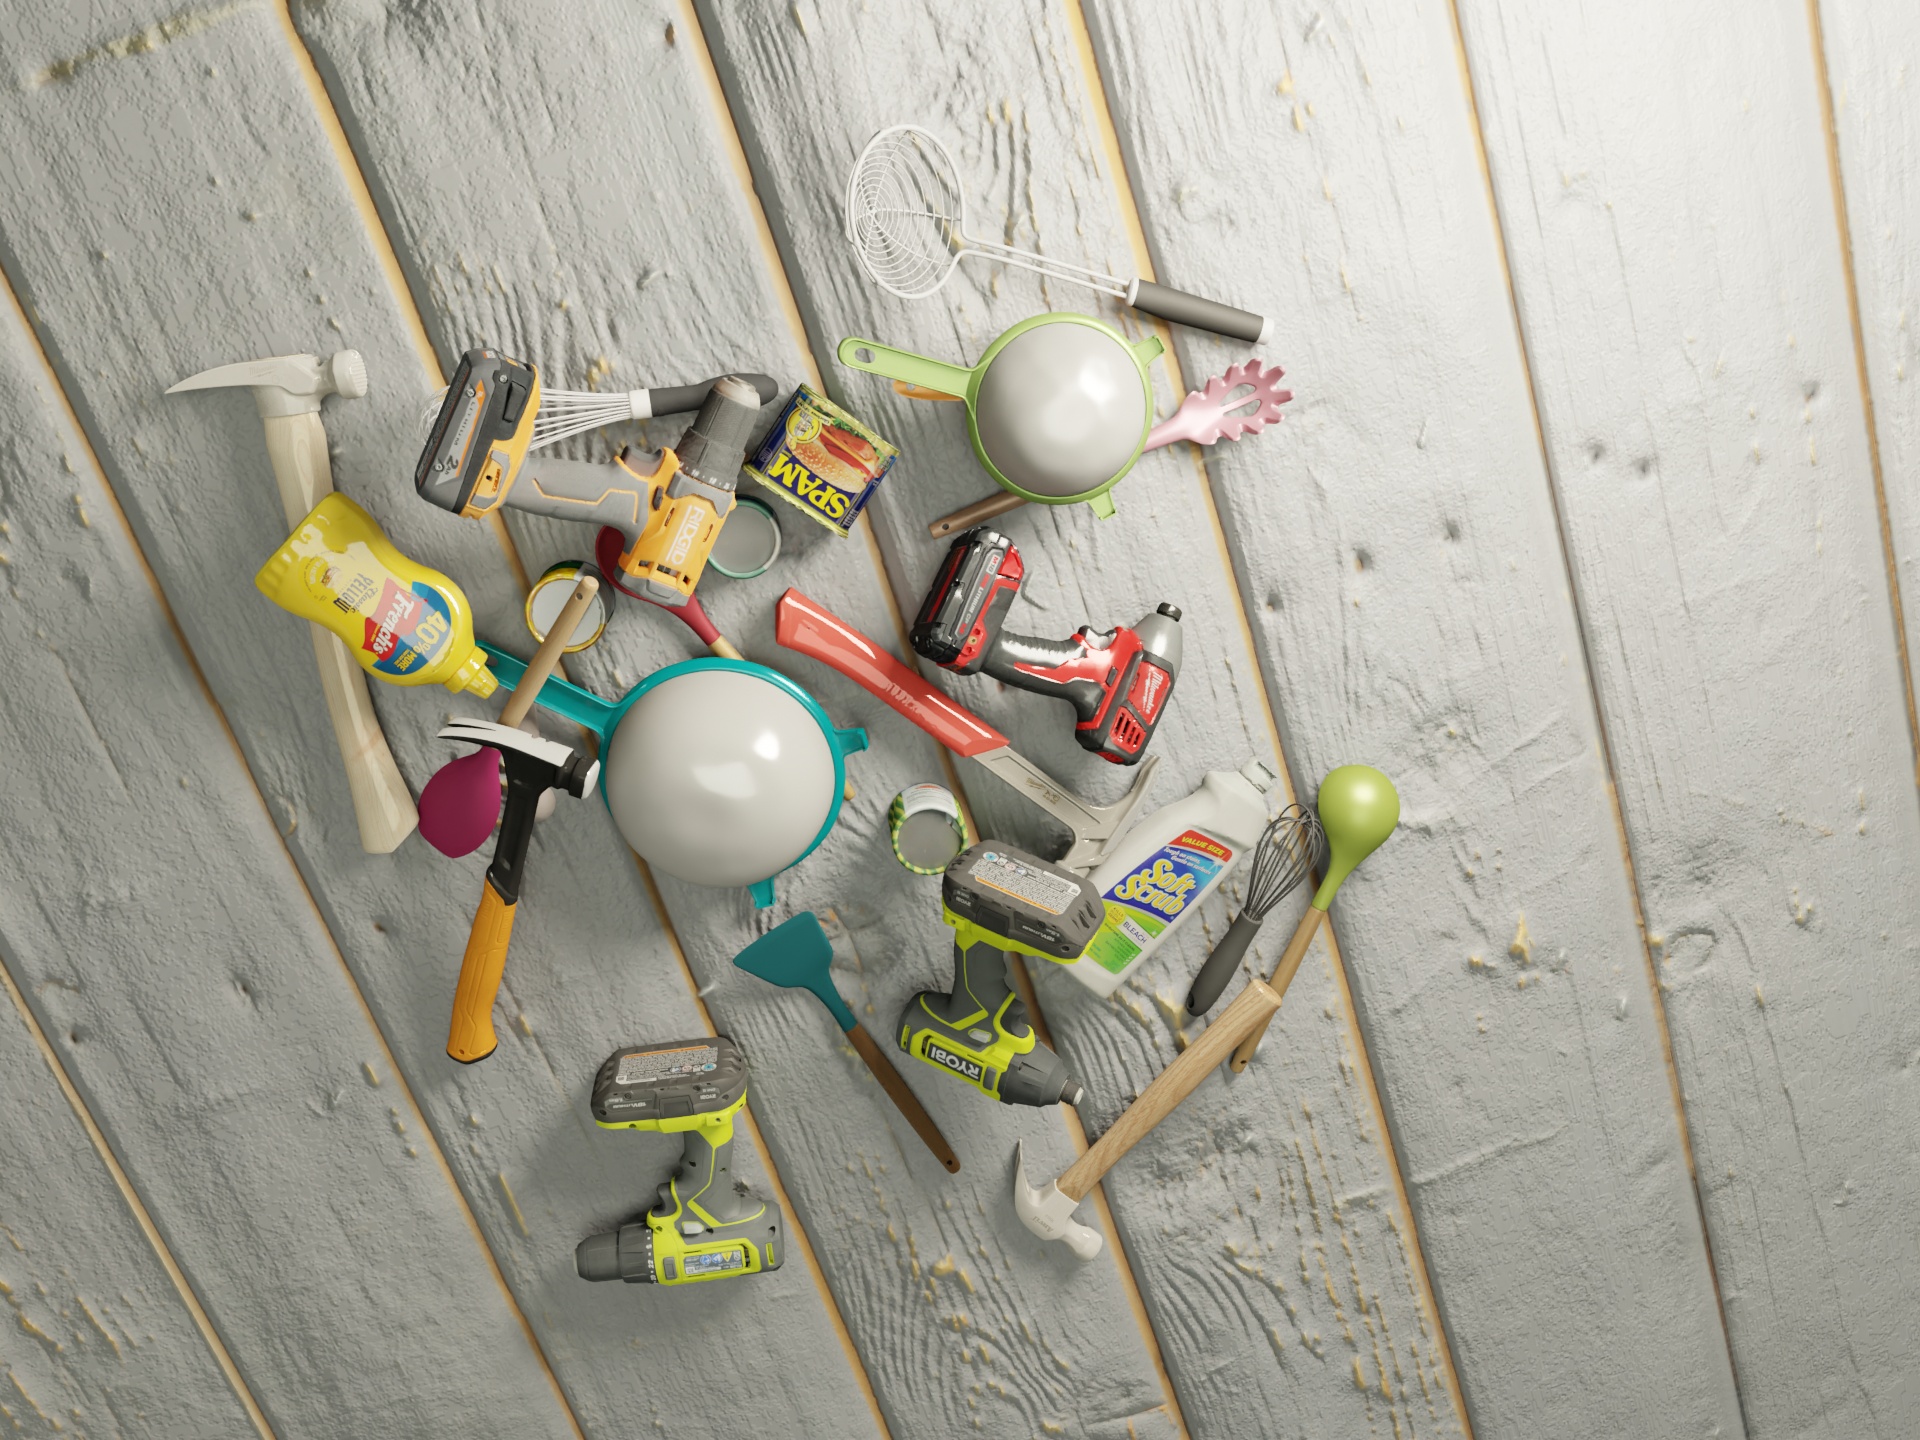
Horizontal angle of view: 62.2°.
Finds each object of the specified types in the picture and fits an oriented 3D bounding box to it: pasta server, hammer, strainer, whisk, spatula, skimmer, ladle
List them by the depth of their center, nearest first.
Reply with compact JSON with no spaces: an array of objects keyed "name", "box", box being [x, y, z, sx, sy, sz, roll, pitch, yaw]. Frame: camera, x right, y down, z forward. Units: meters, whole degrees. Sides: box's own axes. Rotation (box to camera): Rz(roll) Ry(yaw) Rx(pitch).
[{"name":"strainer","box":[0.031,-0.249,1.221,0.256,0.069,0.151,13,105,-11]},{"name":"skimmer","box":[0.085,-0.357,1.237,0.363,0.090,0.127,14,88,-11]},{"name":"whisk","box":[-0.285,-0.245,1.257,0.284,0.070,0.070,-8,108,-8]},{"name":"hammer","box":[-0.520,-0.085,1.288,0.146,0.038,0.410,-7,108,-2]},{"name":"strainer","box":[-0.258,0.032,1.306,0.340,0.095,0.211,27,110,-13]},{"name":"pasta server","box":[0.121,-0.216,1.312,0.316,0.040,0.060,-22,95,3]},{"name":"hammer","box":[-0.398,0.154,1.337,0.127,0.034,0.336,19,117,-1]},{"name":"ladle","box":[-0.189,-0.049,1.338,0.069,0.031,0.315,-37,109,8]},{"name":"hammer","box":[-0.002,-0.004,1.356,0.359,0.037,0.149,36,85,-11]},{"name":"whisk","box":[0.259,0.174,1.428,0.055,0.055,0.239,19,116,-11]},{"name":"spatula","box":[-0.087,0.303,1.445,0.082,0.044,0.317,-33,108,1]},{"name":"ladle","box":[0.312,0.186,1.457,0.078,0.062,0.320,15,112,-17]},{"name":"hammer","box":[0.173,0.363,1.483,0.130,0.031,0.331,38,105,-14]}]

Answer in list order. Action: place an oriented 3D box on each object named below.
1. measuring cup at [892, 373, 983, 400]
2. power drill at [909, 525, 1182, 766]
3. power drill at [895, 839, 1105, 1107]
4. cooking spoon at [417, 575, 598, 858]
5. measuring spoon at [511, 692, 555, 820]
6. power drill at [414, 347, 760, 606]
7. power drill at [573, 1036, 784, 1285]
[{"name":"measuring cup","box":[0.032,-0.269,1.280,0.173,0.052,0.095,1,107,-4]},{"name":"power drill","box":[0.082,-0.068,1.323,0.219,0.078,0.143,27,84,-15]},{"name":"power drill","box":[0.042,0.228,1.368,0.171,0.080,0.223,22,124,17]},{"name":"cooking spoon","box":[-0.367,0.002,1.288,0.069,0.017,0.318,38,119,0]},{"name":"measuring spoon","box":[-0.367,0.029,1.347,0.034,0.018,0.124,-4,106,-4]},{"name":"power drill","box":[-0.273,-0.205,1.206,0.226,0.084,0.185,21,104,-28]},{"name":"power drill","box":[-0.266,0.412,1.444,0.190,0.080,0.228,-6,110,-4]}]
